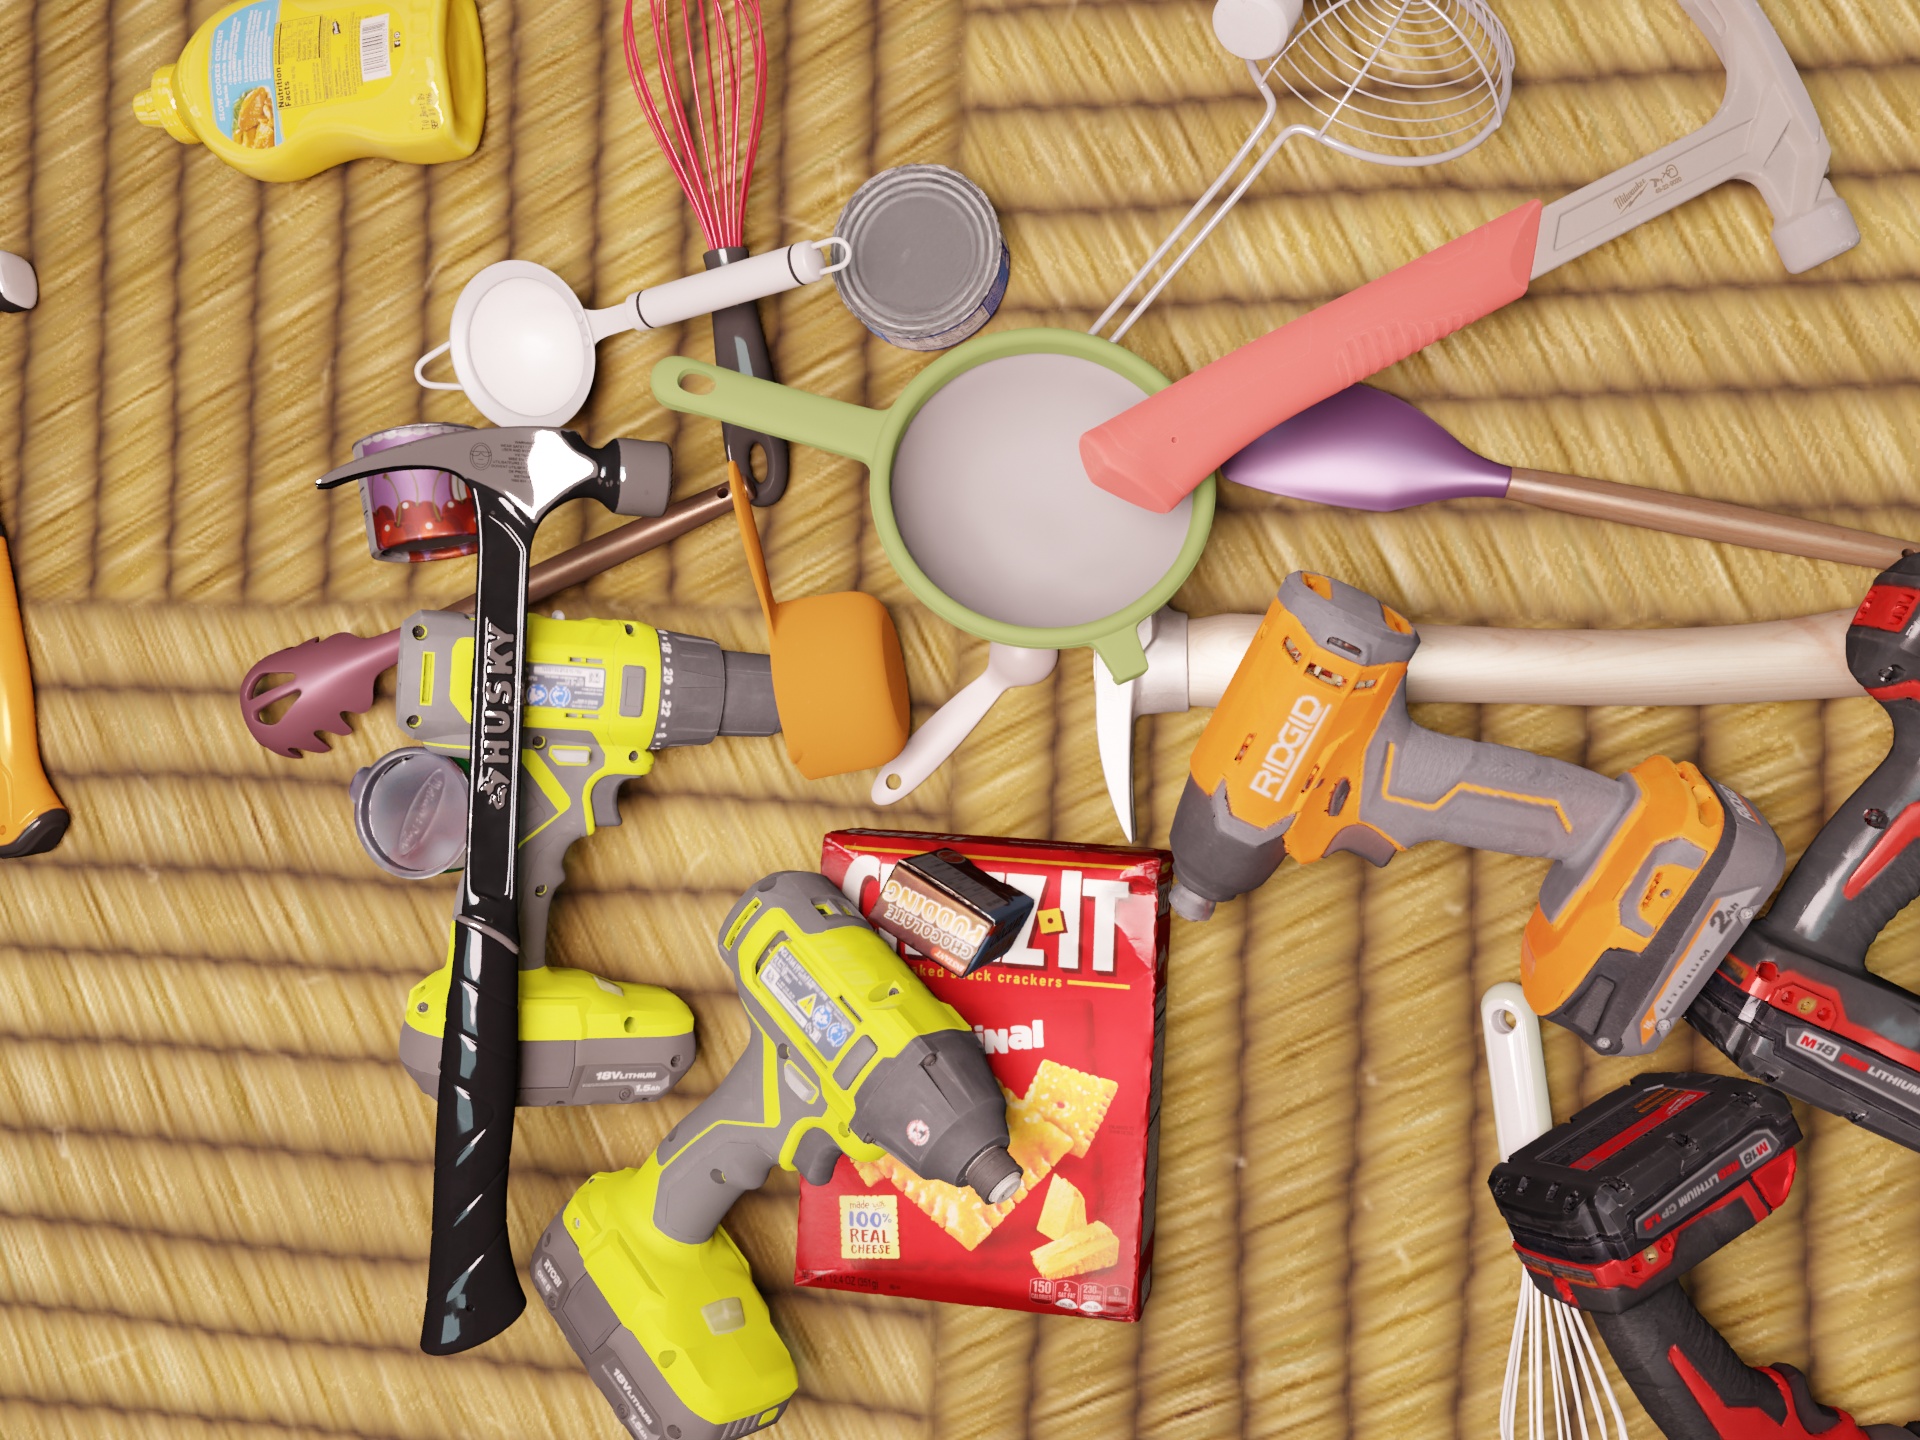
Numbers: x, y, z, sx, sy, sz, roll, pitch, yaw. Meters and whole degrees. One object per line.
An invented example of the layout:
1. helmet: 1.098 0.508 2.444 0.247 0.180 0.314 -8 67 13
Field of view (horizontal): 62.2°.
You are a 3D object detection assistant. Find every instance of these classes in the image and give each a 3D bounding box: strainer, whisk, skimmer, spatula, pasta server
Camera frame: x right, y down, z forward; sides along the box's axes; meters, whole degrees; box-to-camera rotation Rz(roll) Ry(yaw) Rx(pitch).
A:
1. strainer: -0.161 -0.199 0.787 0.258 0.050 0.087 -7 103 29
2. whisk: -0.121 -0.255 0.800 0.073 0.073 0.296 -8 93 11
3. skimmer: 0.107 -0.213 0.765 0.127 0.090 0.363 46 108 13
4. strainer: -0.015 -0.110 0.722 0.256 0.069 0.151 17 75 5
5. spatula: 0.279 -0.107 0.732 0.316 0.018 0.060 14 90 12
6. whisk: 0.260 0.242 0.714 0.058 0.059 0.246 -11 81 39
7. pasta server: -0.246 -0.057 0.826 0.316 0.040 0.060 -23 84 10

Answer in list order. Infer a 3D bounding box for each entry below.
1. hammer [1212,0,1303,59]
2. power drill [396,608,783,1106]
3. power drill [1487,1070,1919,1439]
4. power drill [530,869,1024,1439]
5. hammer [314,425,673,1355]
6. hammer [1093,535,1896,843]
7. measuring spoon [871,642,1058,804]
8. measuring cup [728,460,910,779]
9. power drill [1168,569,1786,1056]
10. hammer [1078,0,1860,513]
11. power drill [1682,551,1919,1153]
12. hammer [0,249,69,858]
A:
1. hammer: -0.014 -0.404 0.763 0.406 0.035 0.144 19 63 20
2. power drill: -0.177 0.063 0.770 0.190 0.080 0.228 4 94 -22
3. power drill: 0.330 0.268 0.671 0.143 0.078 0.220 -24 89 -18
4. power drill: -0.081 0.202 0.697 0.171 0.080 0.223 44 107 30
5. hammer: -0.212 0.074 0.699 0.149 0.036 0.409 3 91 -20
6. hammer: 0.266 -0.016 0.724 0.410 0.038 0.146 0 90 11
7. measuring spoon: -0.001 -0.003 0.786 0.124 0.018 0.034 -46 81 8
8. measuring cup: -0.062 -0.049 0.735 0.052 0.095 0.173 -8 131 6
9. power drill: 0.207 0.053 0.687 0.226 0.084 0.164 26 112 1
10. hammer: 0.209 -0.196 0.686 0.359 0.037 0.149 -28 90 -7
11. power drill: 0.425 0.064 0.653 0.188 0.080 0.226 24 99 2
12. hammer: -0.559 -0.088 0.895 0.127 0.034 0.337 -12 86 10
